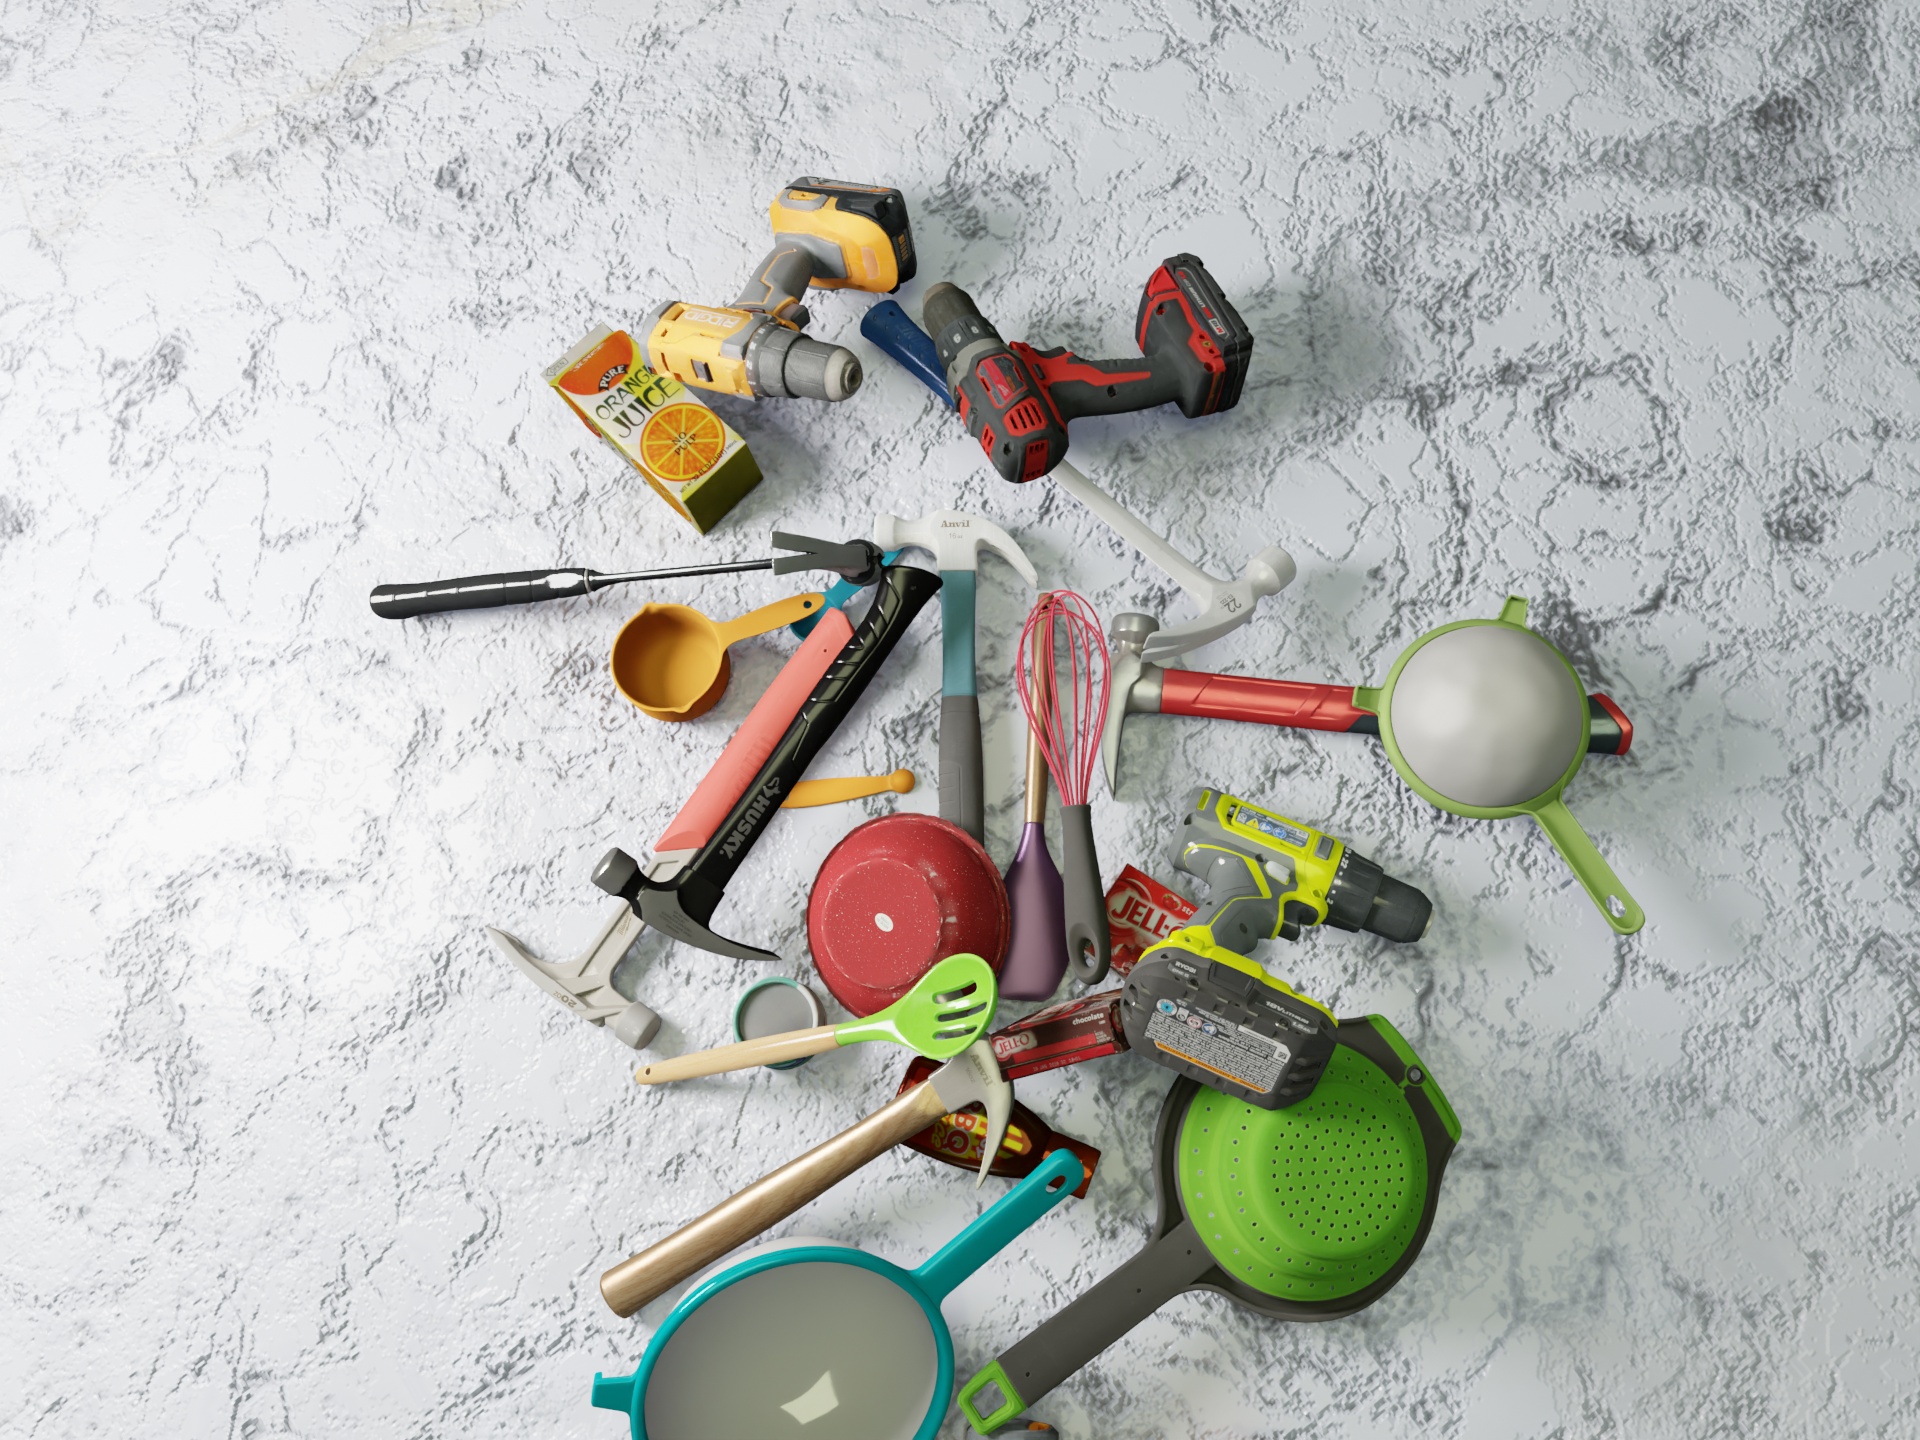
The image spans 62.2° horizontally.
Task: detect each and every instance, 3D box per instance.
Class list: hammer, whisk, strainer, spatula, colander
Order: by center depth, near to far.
[{"bbox_3d":[0.171,0.343,1.047,0.397,0.094,0.204,-33,82,-12],"label":"colander"},{"bbox_3d":[-0.066,0.384,1.065,0.340,0.095,0.210,-38,111,-5],"label":"strainer"},{"bbox_3d":[-0.108,0.322,1.108,0.331,0.031,0.130,-33,80,6],"label":"hammer"},{"bbox_3d":[0.405,0.036,1.119,0.151,0.069,0.256,-30,74,-2],"label":"strainer"},{"bbox_3d":[0.083,0.045,1.165,0.073,0.073,0.296,-5,76,3],"label":"whisk"},{"bbox_3d":[-0.116,0.023,1.178,0.146,0.035,0.335,38,79,-15],"label":"hammer"},{"bbox_3d":[0.299,0.007,1.191,0.386,0.038,0.143,6,76,7],"label":"hammer"},{"bbox_3d":[0.060,0.054,1.208,0.060,0.018,0.316,3,75,1],"label":"spatula"},{"bbox_3d":[-0.198,0.062,1.209,0.149,0.036,0.359,33,83,13],"label":"hammer"},{"bbox_3d":[-0.002,-0.004,1.219,0.128,0.033,0.331,-1,75,1],"label":"hammer"},{"bbox_3d":[-0.272,-0.107,1.220,0.409,0.149,0.036,-4,91,17],"label":"hammer"},{"bbox_3d":[0.067,-0.201,1.251,0.144,0.035,0.406,-38,69,-25],"label":"hammer"}]

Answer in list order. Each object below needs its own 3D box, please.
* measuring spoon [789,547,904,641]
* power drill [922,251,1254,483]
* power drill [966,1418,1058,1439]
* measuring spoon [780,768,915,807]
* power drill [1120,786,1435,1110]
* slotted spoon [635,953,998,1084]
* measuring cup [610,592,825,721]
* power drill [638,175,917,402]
[{"bbox_3d":[-0.087,-0.108,1.271,0.042,0.021,0.128,44,72,3],"label":"measuring spoon"},{"bbox_3d":[0.092,-0.292,1.247,0.226,0.080,0.188,-20,63,-14],"label":"power drill"},{"bbox_3d":[0.114,0.548,1.031,0.226,0.084,0.164,-1,74,9],"label":"power drill"},{"bbox_3d":[-0.093,0.052,1.224,0.117,0.011,0.021,-7,73,3],"label":"measuring spoon"},{"bbox_3d":[0.218,0.152,1.089,0.190,0.080,0.229,23,38,11],"label":"power drill"},{"bbox_3d":[-0.104,0.221,1.105,0.314,0.031,0.070,-17,54,27],"label":"slotted spoon"},{"bbox_3d":[-0.184,-0.057,1.244,0.173,0.052,0.095,-21,73,-3],"label":"measuring cup"},{"bbox_3d":[-0.118,-0.332,1.250,0.185,0.084,0.226,18,54,26],"label":"power drill"}]
